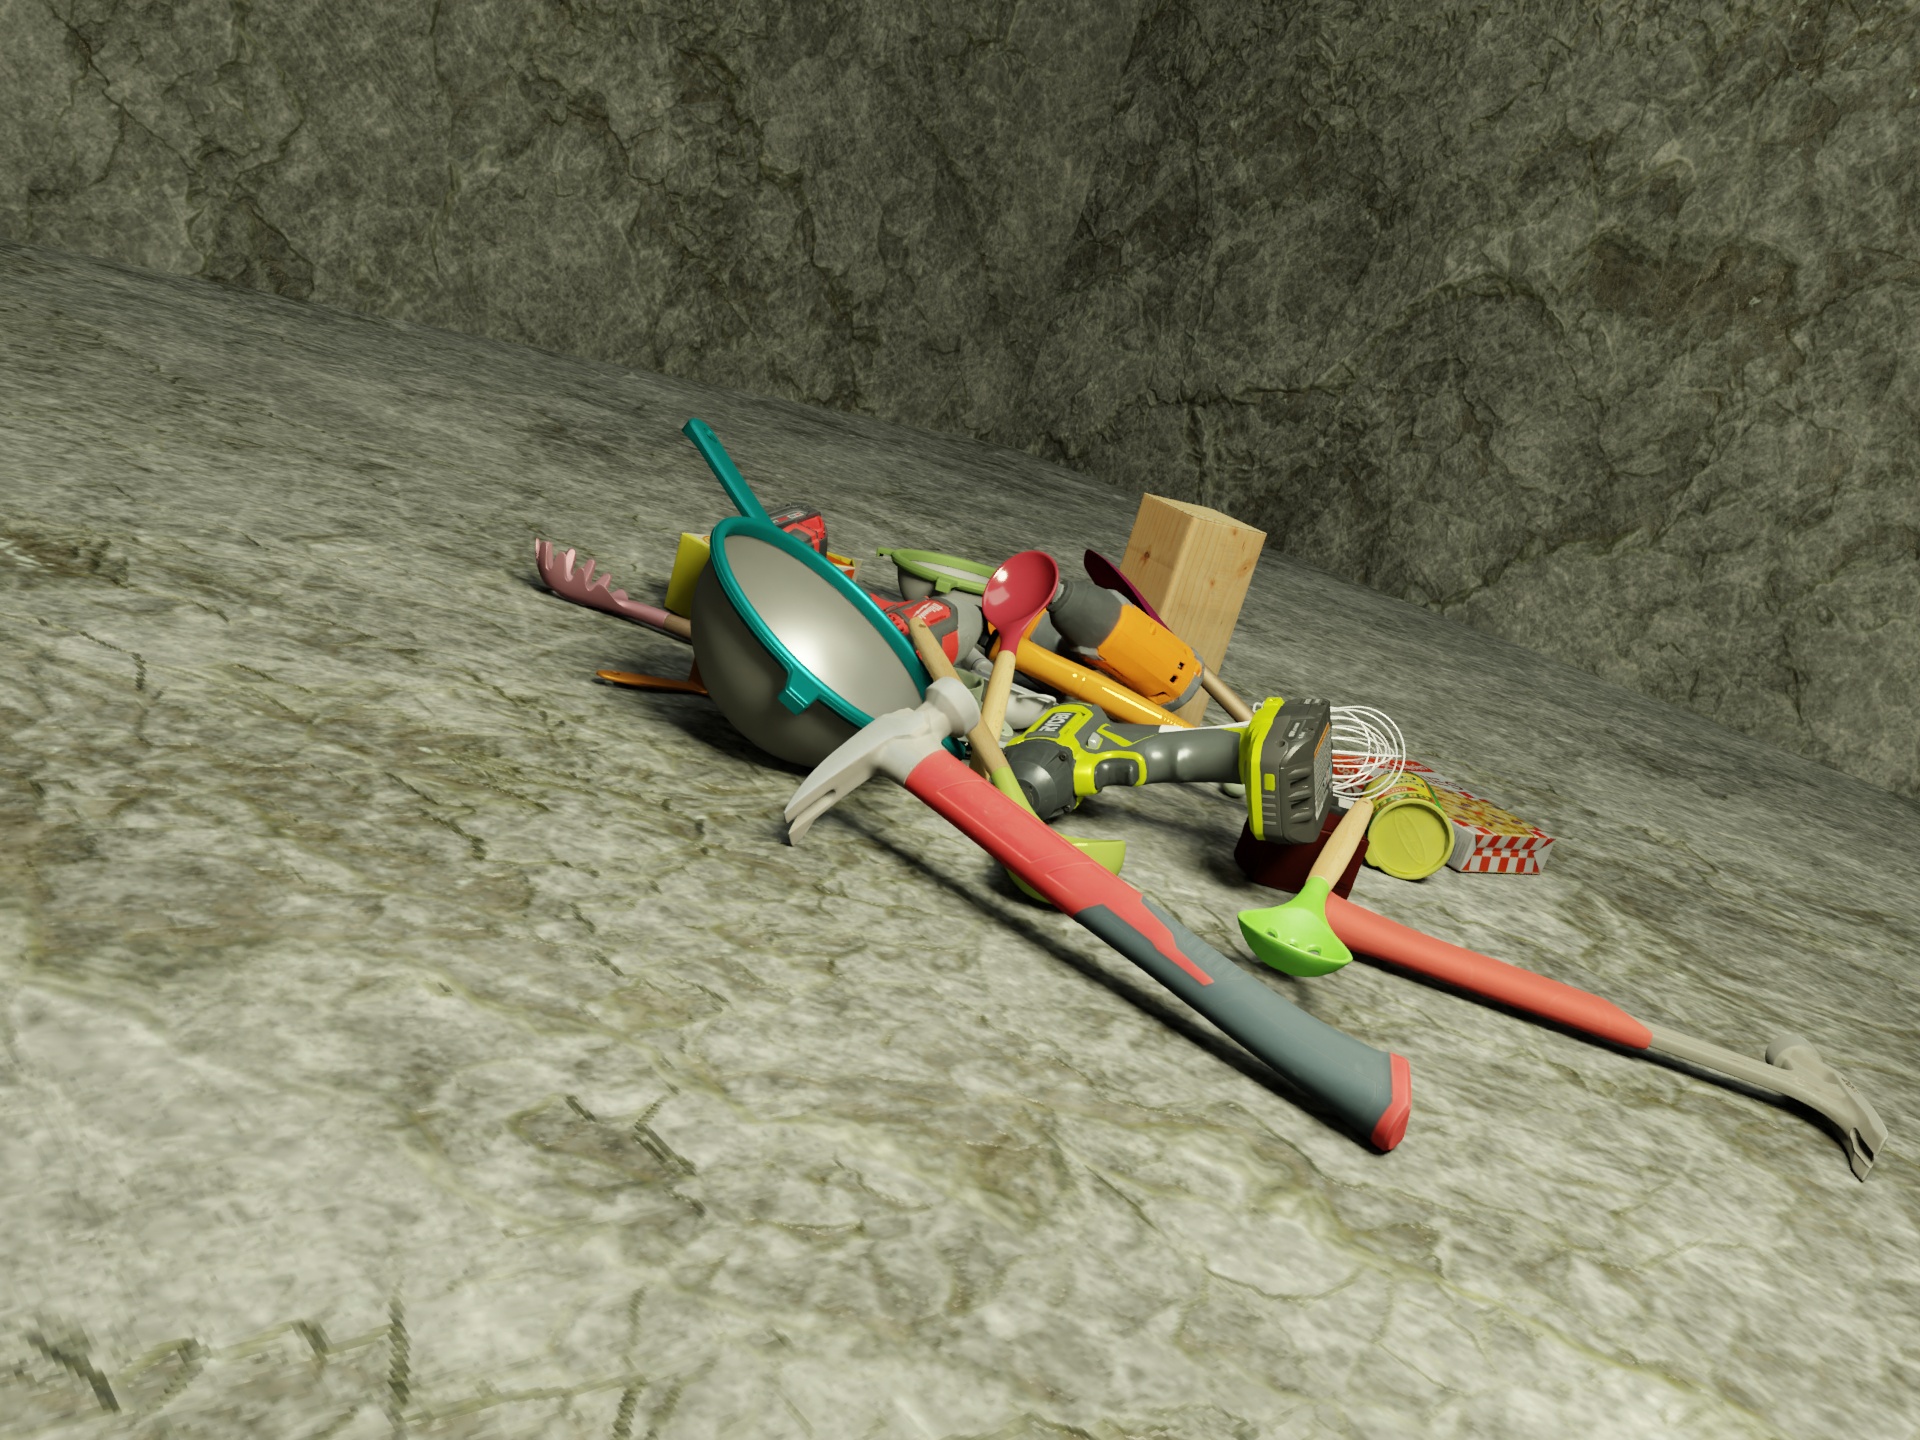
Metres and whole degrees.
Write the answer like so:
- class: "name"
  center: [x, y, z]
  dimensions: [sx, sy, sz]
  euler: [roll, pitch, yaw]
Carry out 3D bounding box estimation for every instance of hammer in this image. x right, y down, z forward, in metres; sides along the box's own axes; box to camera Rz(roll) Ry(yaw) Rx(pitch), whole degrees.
- class: "hammer"
  center: [0.072, 0.113, 0.874]
  dimensions: [0.143, 0.038, 0.387]
  euler: [-38, 55, -25]
- class: "hammer"
  center: [0.171, 0.008, 1.290]
  dimensions: [0.337, 0.034, 0.127]
  euler: [27, 6, 8]
- class: "hammer"
  center: [0.391, 0.186, 1.018]
  dimensions: [0.359, 0.036, 0.149]
  euler: [19, 15, 7]

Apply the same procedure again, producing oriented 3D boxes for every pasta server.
- class: "pasta server"
  center: [-0.216, -0.079, 1.314]
  dimensions: [0.316, 0.040, 0.060]
  euler: [21, 4, 11]

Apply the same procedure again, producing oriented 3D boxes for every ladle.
- class: "ladle"
  center: [0.031, -0.033, 1.189]
  dimensions: [0.069, 0.031, 0.316]
  euler: [-19, 31, 23]
- class: "ladle"
  center: [0.021, 0.011, 1.070]
  dimensions: [0.078, 0.062, 0.321]
  euler: [0, 36, -24]

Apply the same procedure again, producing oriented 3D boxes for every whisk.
- class: "whisk"
  center: [0.192, 0.018, 1.214]
  dimensions: [0.284, 0.070, 0.070]
  euler: [4, 10, 19]
- class: "whisk"
  center: [0.272, 0.028, 1.453]
  dimensions: [0.059, 0.058, 0.246]
  euler: [54, 24, 1]

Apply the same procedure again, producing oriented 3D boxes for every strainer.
- class: "strainer"
  center: [-0.147, -0.081, 1.139]
  dimensions: [0.210, 0.095, 0.341]
  euler: [20, 30, -53]
- class: "strainer"
  center: [0.038, -0.121, 1.685]
  dimensions: [0.256, 0.069, 0.152]
  euler: [8, 15, -33]
- class: "strainer"
  center: [0.023, -0.040, 1.407]
  dimensions: [0.086, 0.050, 0.259]
  euler: [20, 12, -25]

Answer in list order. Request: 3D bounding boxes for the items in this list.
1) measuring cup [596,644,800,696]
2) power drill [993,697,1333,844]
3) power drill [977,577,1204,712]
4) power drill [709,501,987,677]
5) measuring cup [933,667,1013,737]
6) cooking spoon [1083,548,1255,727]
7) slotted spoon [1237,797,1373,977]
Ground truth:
- class: "measuring cup"
  center: [-0.190, -0.047, 1.191]
  dimensions: [0.173, 0.052, 0.095]
  euler: [5, 18, -44]
- class: "power drill"
  center: [0.141, 0.035, 1.119]
  dimensions: [0.223, 0.080, 0.171]
  euler: [0, 16, 21]
- class: "power drill"
  center: [0.097, -0.079, 1.411]
  dimensions: [0.164, 0.084, 0.227]
  euler: [34, -8, -23]
- class: "power drill"
  center: [-0.090, -0.098, 1.297]
  dimensions: [0.220, 0.078, 0.143]
  euler: [29, 35, 29]
- class: "measuring cup"
  center: [-0.002, -0.004, 1.261]
  dimensions: [0.083, 0.038, 0.168]
  euler: [1, 20, -27]
- class: "cooking spoon"
  center: [0.217, -0.038, 1.408]
  dimensions: [0.319, 0.017, 0.068]
  euler: [48, -16, 17]
- class: "slotted spoon"
  center: [0.239, 0.101, 1.034]
  dimensions: [0.070, 0.031, 0.314]
  euler: [22, 22, 17]
